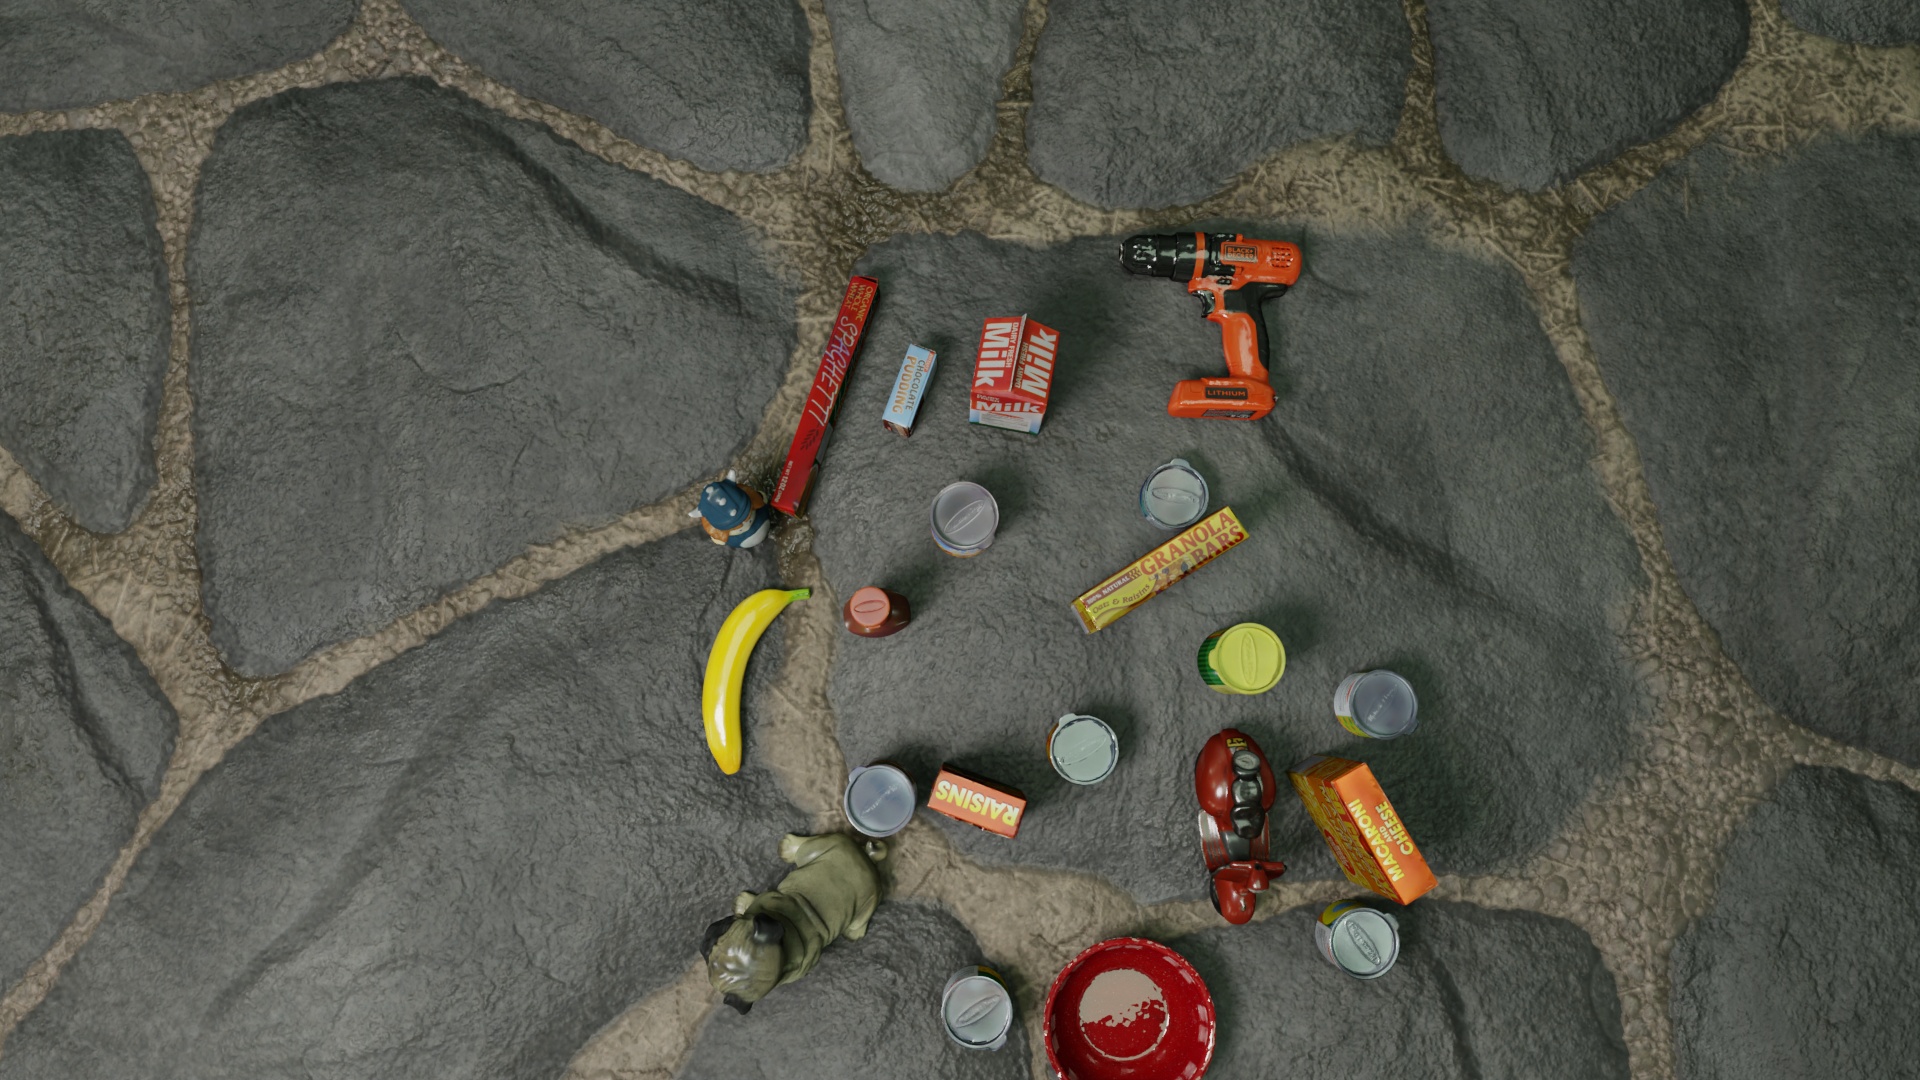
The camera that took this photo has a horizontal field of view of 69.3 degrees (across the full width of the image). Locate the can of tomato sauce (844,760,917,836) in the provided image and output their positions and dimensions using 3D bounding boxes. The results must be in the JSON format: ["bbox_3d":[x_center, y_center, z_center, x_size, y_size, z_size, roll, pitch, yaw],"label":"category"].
[{"bbox_3d":[-0.076,0.243,1.323,0.071,0.083,0.071,0,84,0],"label":"can of tomato sauce"}]

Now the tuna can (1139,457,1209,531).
[{"bbox_3d":[0.213,-0.045,1.385,0.071,0.033,0.071,0,83,0],"label":"tuna can"}]

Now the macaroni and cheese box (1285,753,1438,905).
[{"bbox_3d":[0.365,0.263,1.281,0.040,0.166,0.124,-30,85,-3],"label":"macaroni and cheese box"}]

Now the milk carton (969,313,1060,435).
[{"bbox_3d":[0.050,-0.157,1.318,0.073,0.190,0.072,11,84,1],"label":"milk carton"}]

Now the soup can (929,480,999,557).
[{"bbox_3d":[0.005,-0.017,1.355,0.071,0.083,0.071,0,84,0],"label":"soup can"}]

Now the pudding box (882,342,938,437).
[{"bbox_3d":[-0.050,-0.149,1.387,0.030,0.049,0.084,20,84,2],"label":"pudding box"}]

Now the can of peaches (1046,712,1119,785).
[{"bbox_3d":[0.116,0.199,1.342,0.071,0.058,0.071,0,83,0],"label":"can of peaches"}]

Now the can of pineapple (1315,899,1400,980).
[{"bbox_3d":[0.379,0.378,1.322,0.071,0.058,0.071,0,83,0],"label":"can of pineapple"}]

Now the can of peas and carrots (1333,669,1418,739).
[{"bbox_3d":[0.404,0.160,1.348,0.071,0.058,0.071,0,83,0],"label":"can of peas and carrots"}]

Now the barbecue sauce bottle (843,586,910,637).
[{"bbox_3d":[-0.081,0.067,1.311,0.065,0.148,0.043,-10,84,-1],"label":"barbecue sauce bottle"}]

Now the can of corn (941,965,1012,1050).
[{"bbox_3d":[0.017,0.442,1.312,0.071,0.058,0.071,0,83,0],"label":"can of corn"}]

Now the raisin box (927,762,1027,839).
[{"bbox_3d":[0.015,0.243,1.303,0.086,0.123,0.040,21,84,2],"label":"raisin box"}]

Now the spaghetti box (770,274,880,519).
[{"bbox_3d":[-0.133,-0.144,1.386,0.029,0.050,0.250,19,83,2],"label":"spaghetti box"}]

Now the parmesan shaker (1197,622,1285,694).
[{"bbox_3d":[0.264,0.114,1.330,0.071,0.103,0.071,0,84,0],"label":"parmesan shaker"}]

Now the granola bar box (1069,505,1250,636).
[{"bbox_3d":[0.186,0.030,1.329,0.166,0.124,0.039,-32,85,-4],"label":"granola bar box"}]
